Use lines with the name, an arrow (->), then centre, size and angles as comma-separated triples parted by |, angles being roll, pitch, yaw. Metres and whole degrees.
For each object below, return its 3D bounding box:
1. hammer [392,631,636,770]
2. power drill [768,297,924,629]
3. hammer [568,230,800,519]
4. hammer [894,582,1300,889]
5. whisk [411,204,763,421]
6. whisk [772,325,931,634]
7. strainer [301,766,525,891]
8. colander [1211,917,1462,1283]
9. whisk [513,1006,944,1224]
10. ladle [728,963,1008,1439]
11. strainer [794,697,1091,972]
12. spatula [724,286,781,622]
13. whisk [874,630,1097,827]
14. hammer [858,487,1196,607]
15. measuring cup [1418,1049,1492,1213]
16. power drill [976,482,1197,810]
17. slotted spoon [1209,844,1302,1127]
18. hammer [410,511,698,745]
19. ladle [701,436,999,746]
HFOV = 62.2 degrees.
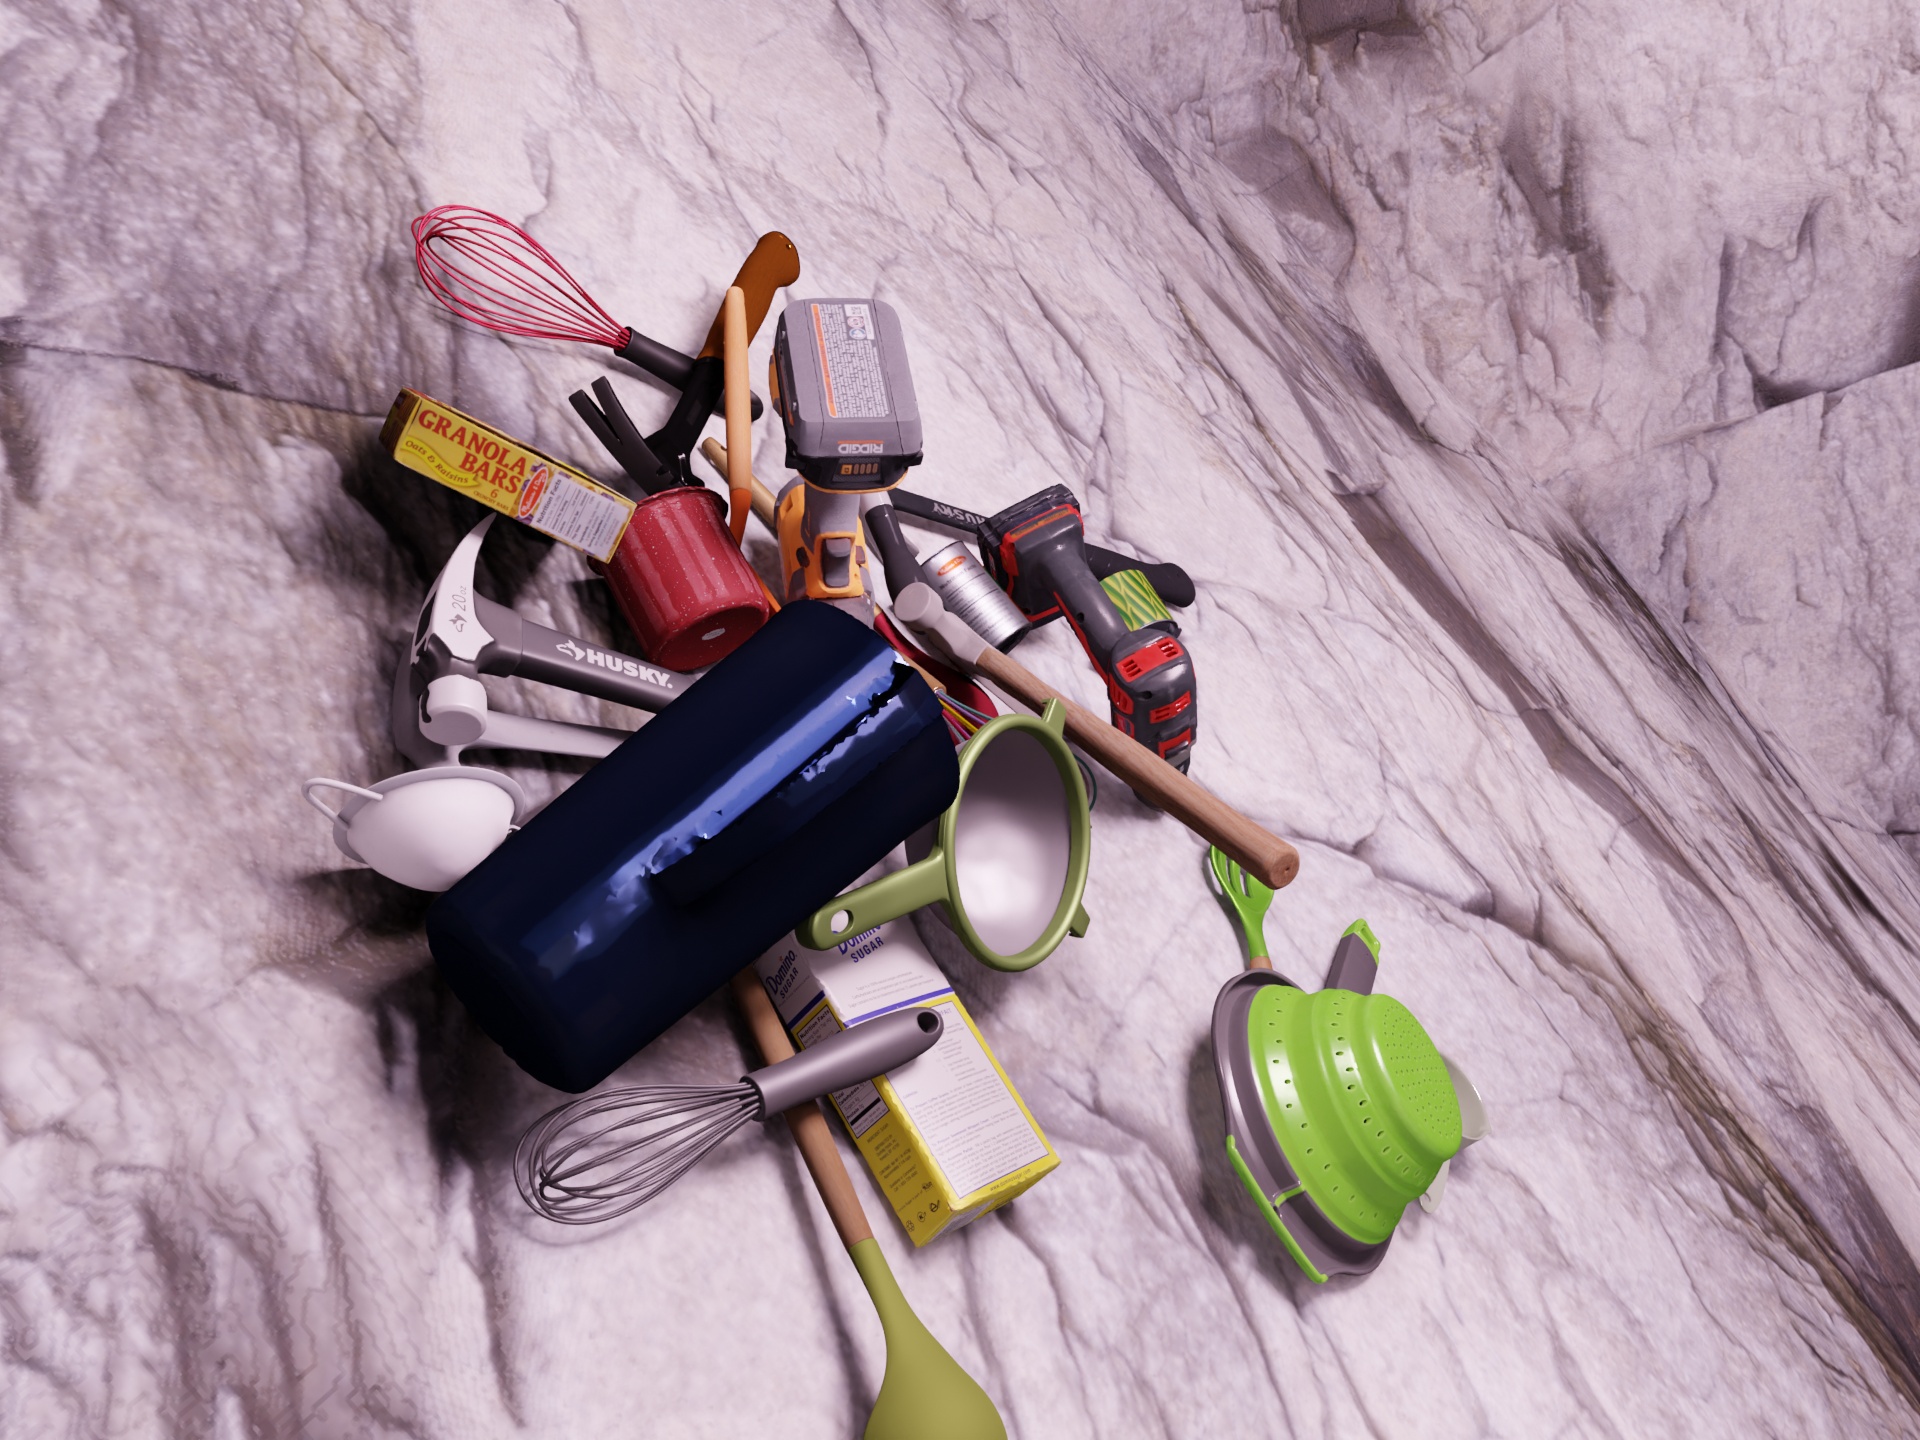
hammer -> -0.138, 0.017, 0.942 | 0.405, 0.035, 0.144 | 9, 46, -43
power drill -> -0.077, -0.126, 1.004 | 0.084, 0.226, 0.186 | -3, 57, -12
hammer -> -0.180, -0.277, 1.168 | 0.127, 0.034, 0.337 | 49, 34, -28
hammer -> 0.089, 0.013, 1.018 | 0.332, 0.031, 0.129 | 37, 0, 42
whisk -> -0.257, -0.279, 1.135 | 0.295, 0.073, 0.073 | 22, 38, -42
whisk -> -0.074, -0.186, 1.170 | 0.070, 0.070, 0.285 | 2, 59, -47
strainer -> -0.206, 0.061, 0.791 | 0.258, 0.087, 0.050 | 11, 49, -56
colander -> 0.287, 0.218, 1.102 | 0.204, 0.094, 0.397 | 56, 28, -4
whisk -> -0.100, 0.177, 0.756 | 0.239, 0.055, 0.055 | -13, 62, -41
ladle -> -0.065, 0.239, 0.775 | 0.078, 0.062, 0.320 | 6, 41, -42
strainer -> -0.020, 0.082, 0.904 | 0.256, 0.069, 0.151 | -18, 103, -51
spatula -> -0.141, -0.172, 1.080 | 0.041, 0.081, 0.323 | -2, 61, -7
whisk -> -0.002, -0.004, 1.058 | 0.245, 0.051, 0.047 | 39, 25, 26
hammer -> 0.062, -0.151, 1.361 | 0.408, 0.036, 0.149 | 12, 45, -41
measuring cup -> 0.334, 0.303, 1.141 | 0.083, 0.038, 0.168 | 44, 34, -1
power drill -> 0.105, -0.048, 1.204 | 0.227, 0.080, 0.187 | 56, -11, 33
slotted spoon -> 0.218, 0.194, 1.146 | 0.070, 0.031, 0.314 | 30, 36, -26
hammer -> -0.144, -0.012, 0.902 | 0.334, 0.035, 0.146 | 19, 41, -35
ladle -> -0.078, -0.091, 1.146 | 0.315, 0.031, 0.069 | 46, 30, 6
